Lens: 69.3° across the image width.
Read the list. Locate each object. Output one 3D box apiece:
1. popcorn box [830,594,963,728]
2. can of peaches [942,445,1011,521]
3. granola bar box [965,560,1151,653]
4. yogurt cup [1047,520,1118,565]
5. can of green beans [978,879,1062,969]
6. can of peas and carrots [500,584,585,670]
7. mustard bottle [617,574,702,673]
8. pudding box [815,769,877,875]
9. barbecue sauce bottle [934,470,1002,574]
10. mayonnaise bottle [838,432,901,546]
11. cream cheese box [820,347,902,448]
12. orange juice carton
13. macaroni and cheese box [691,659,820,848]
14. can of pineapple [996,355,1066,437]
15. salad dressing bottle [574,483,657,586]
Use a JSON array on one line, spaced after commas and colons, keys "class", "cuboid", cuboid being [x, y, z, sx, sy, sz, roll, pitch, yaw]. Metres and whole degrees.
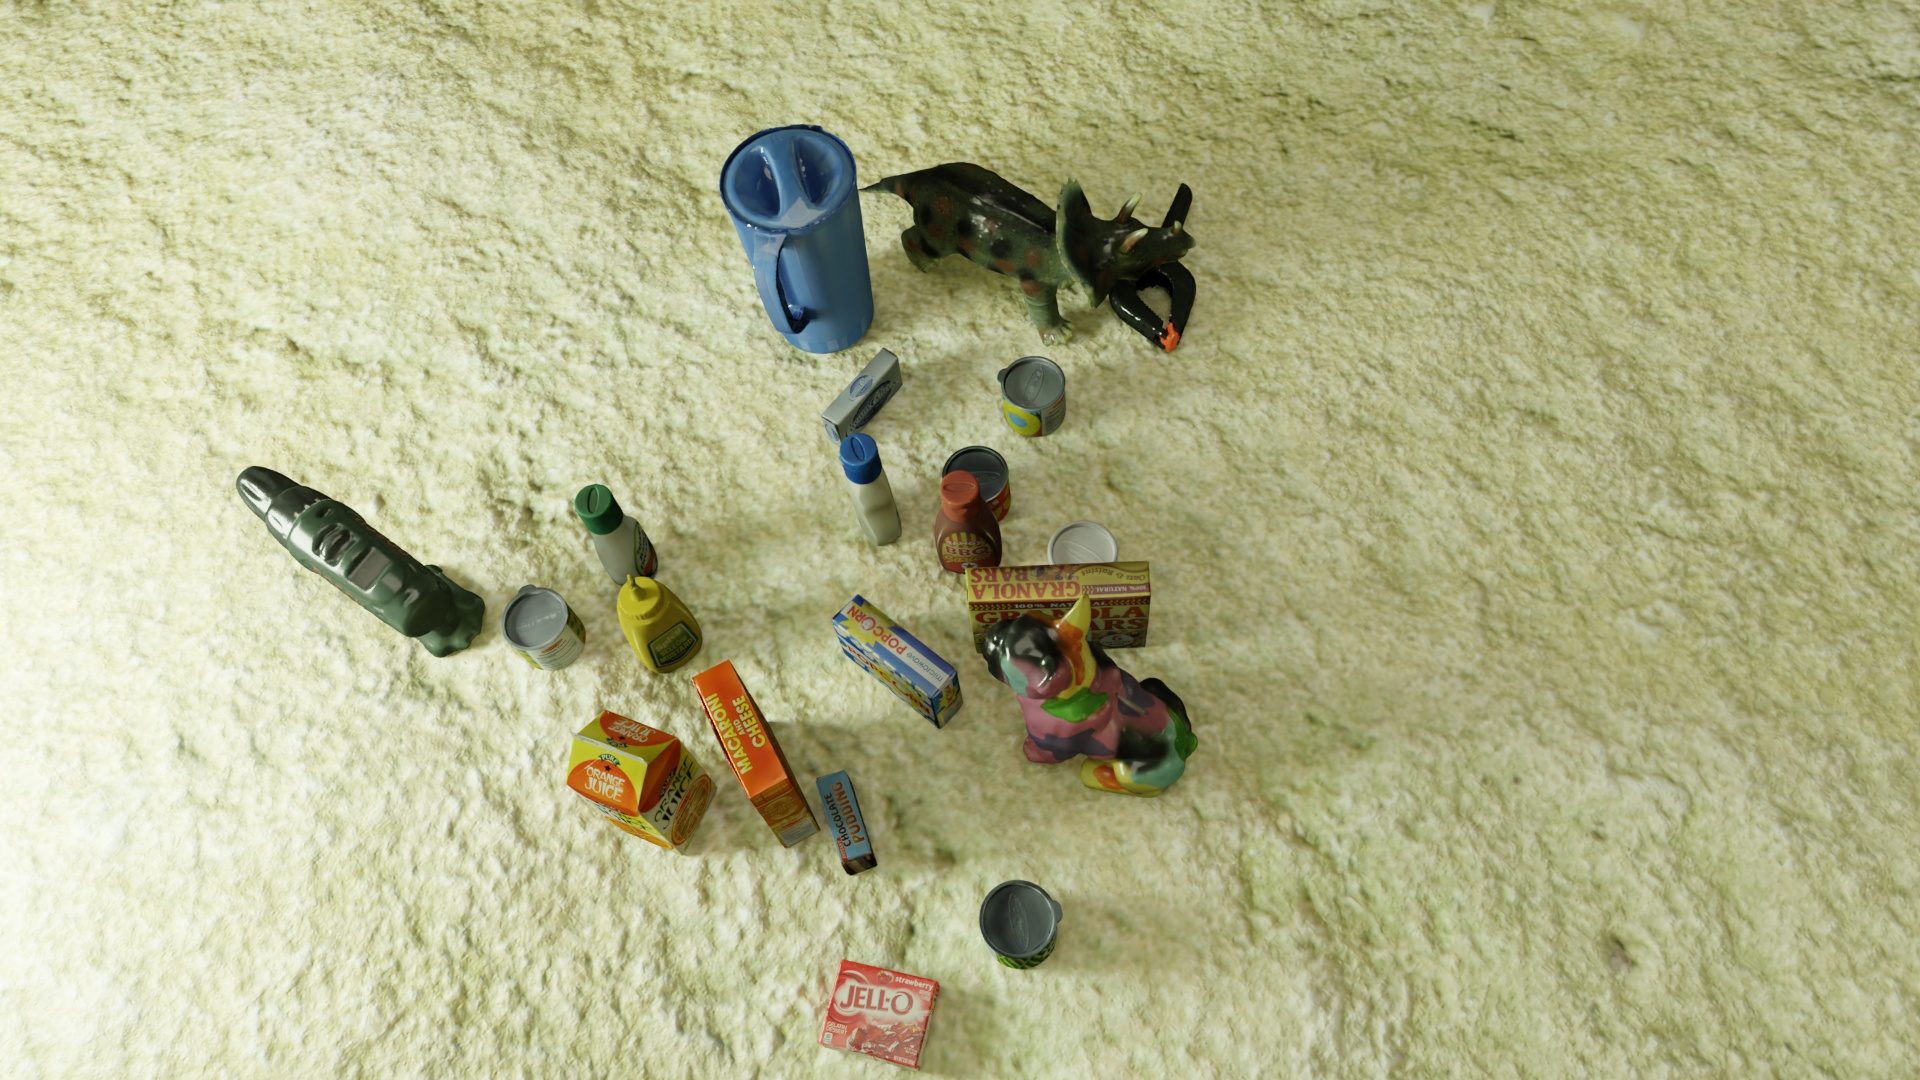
[{"class": "popcorn box", "cuboid": [-0.058, 0.114, 1.301, 0.127, 0.085, 0.038, 36, 72, 20]}, {"class": "can of peaches", "cuboid": [0.017, -0.051, 1.394, 0.071, 0.057, 0.071, -2, 63, 4]}, {"class": "granola bar box", "cuboid": [0.092, 0.064, 1.292, 0.166, 0.123, 0.039, -2, 63, 4]}, {"class": "yogurt cup", "cuboid": [0.119, 0.021, 1.351, 0.072, 0.053, 0.072, -2, 63, 4]}, {"class": "can of green beans", "cuboid": [0.051, 0.332, 1.197, 0.071, 0.057, 0.071, -2, 63, 4]}, {"class": "can of peas and carrots", "cuboid": [-0.408, 0.086, 1.361, 0.071, 0.058, 0.071, -2, 63, 4]}, {"class": "mustard bottle", "cuboid": [-0.288, 0.073, 1.300, 0.065, 0.159, 0.049, -37, 66, -13]}, {"class": "pudding box", "cuboid": [-0.103, 0.254, 1.254, 0.030, 0.049, 0.084, -19, 63, -4]}, {"class": "barbecue sauce bottle", "cuboid": [0.005, -0.017, 1.327, 0.065, 0.148, 0.044, -1, 64, 5]}, {"class": "mayonnaise bottle", "cuboid": [-0.089, -0.052, 1.353, 0.041, 0.147, 0.065, -22, 64, -6]}, {"class": "cream cheese box", "cuboid": [-0.102, -0.148, 1.456, 0.024, 0.053, 0.104, 33, 71, 19]}, {"class": "orange juice carton", "cuboid": [-0.280, 0.208, 1.212, 0.072, 0.192, 0.073, 19, 67, 14]}, {"class": "macaroni and cheese box", "cuboid": [-0.179, 0.192, 1.227, 0.040, 0.165, 0.124, -27, 64, -9]}, {"class": "can of pineapple", "cuboid": [0.075, -0.149, 1.439, 0.071, 0.057, 0.071, -2, 63, 4]}, {"class": "salad dressing bottle", "cuboid": [-0.335, -0.004, 1.350, 0.044, 0.147, 0.064, -4, 63, 3]}]
